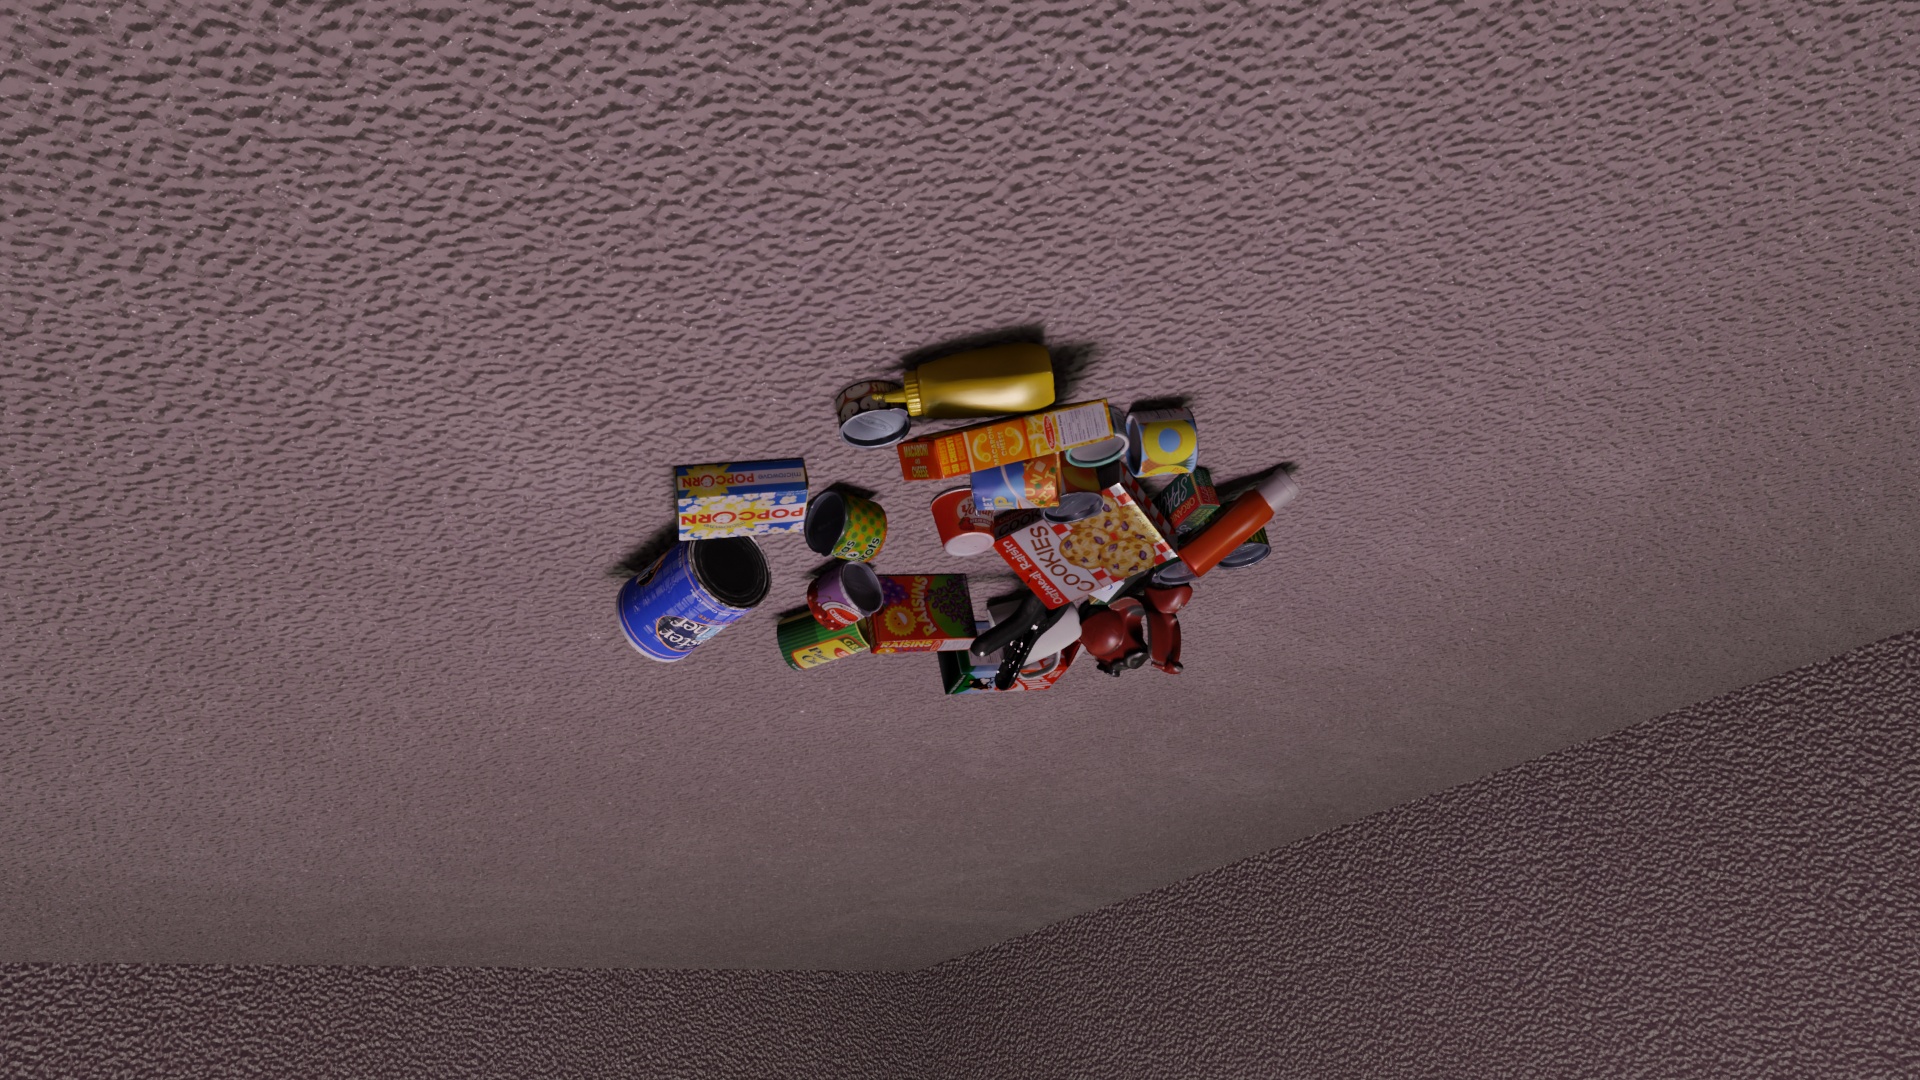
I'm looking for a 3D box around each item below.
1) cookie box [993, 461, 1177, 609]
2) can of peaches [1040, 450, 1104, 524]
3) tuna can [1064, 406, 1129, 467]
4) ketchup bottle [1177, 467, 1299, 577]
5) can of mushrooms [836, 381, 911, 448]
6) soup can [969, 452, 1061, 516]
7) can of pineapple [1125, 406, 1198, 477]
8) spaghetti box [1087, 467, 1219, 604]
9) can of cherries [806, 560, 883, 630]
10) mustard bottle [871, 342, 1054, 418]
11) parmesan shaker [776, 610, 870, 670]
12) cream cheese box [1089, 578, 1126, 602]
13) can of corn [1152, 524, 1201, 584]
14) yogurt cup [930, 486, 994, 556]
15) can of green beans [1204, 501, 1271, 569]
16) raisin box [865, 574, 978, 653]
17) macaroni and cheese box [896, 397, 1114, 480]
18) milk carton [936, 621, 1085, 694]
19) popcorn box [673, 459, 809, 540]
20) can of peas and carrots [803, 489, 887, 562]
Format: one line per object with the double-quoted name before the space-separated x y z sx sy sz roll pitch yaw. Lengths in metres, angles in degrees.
"cookie box" 0.134 -0.002 1.520 0.167 0.040 0.122 -25 125 27
"can of peaches" 0.111 -0.057 1.434 0.071 0.058 0.071 -10 153 -5
"tuna can" 0.131 -0.102 1.380 0.071 0.033 0.070 -9 153 -5
"ketchup bottle" 0.309 -0.020 1.547 0.149 0.043 0.064 -39 170 4
"can of mushrooms" -0.078 -0.116 1.270 0.071 0.033 0.070 -8 153 -4
"soup can" 0.055 -0.061 1.371 0.084 0.071 0.071 -2 155 9
"can of pineapple" 0.199 -0.096 1.378 0.058 0.071 0.070 -6 153 -8
"spaghetti box" 0.214 -0.001 1.595 0.029 0.050 0.248 1 151 -27
"can of cherries" -0.131 0.064 1.564 0.058 0.072 0.071 -28 149 32
"mustard bottle" 0.002 -0.136 1.227 0.160 0.065 0.048 -7 129 3
"parmesan shaker" -0.157 0.111 1.655 0.103 0.071 0.071 -19 153 16
"cream cheese box" 0.137 0.030 1.603 0.104 0.024 0.053 25 145 -4
"can of corn" 0.253 0.012 1.627 0.071 0.058 0.071 -9 154 -4
"yogurt cup" 0.005 -0.018 1.474 0.072 0.054 0.072 -8 154 -4
"can of green beans" 0.322 -0.007 1.617 0.071 0.058 0.071 -9 154 -4
"raisin box" -0.048 0.086 1.624 0.123 0.086 0.040 -1 153 -20
"macaroni and cheese box" 0.038 -0.092 1.265 0.167 0.040 0.123 -14 -174 -17
"milk carton" 0.072 0.151 1.817 0.191 0.074 0.072 -1 152 -20
"popcorn box" -0.215 -0.039 1.362 0.127 0.038 0.084 -4 153 -13
"can of peas and carrots" -0.116 -0.012 1.420 0.059 0.071 0.070 15 143 -42
